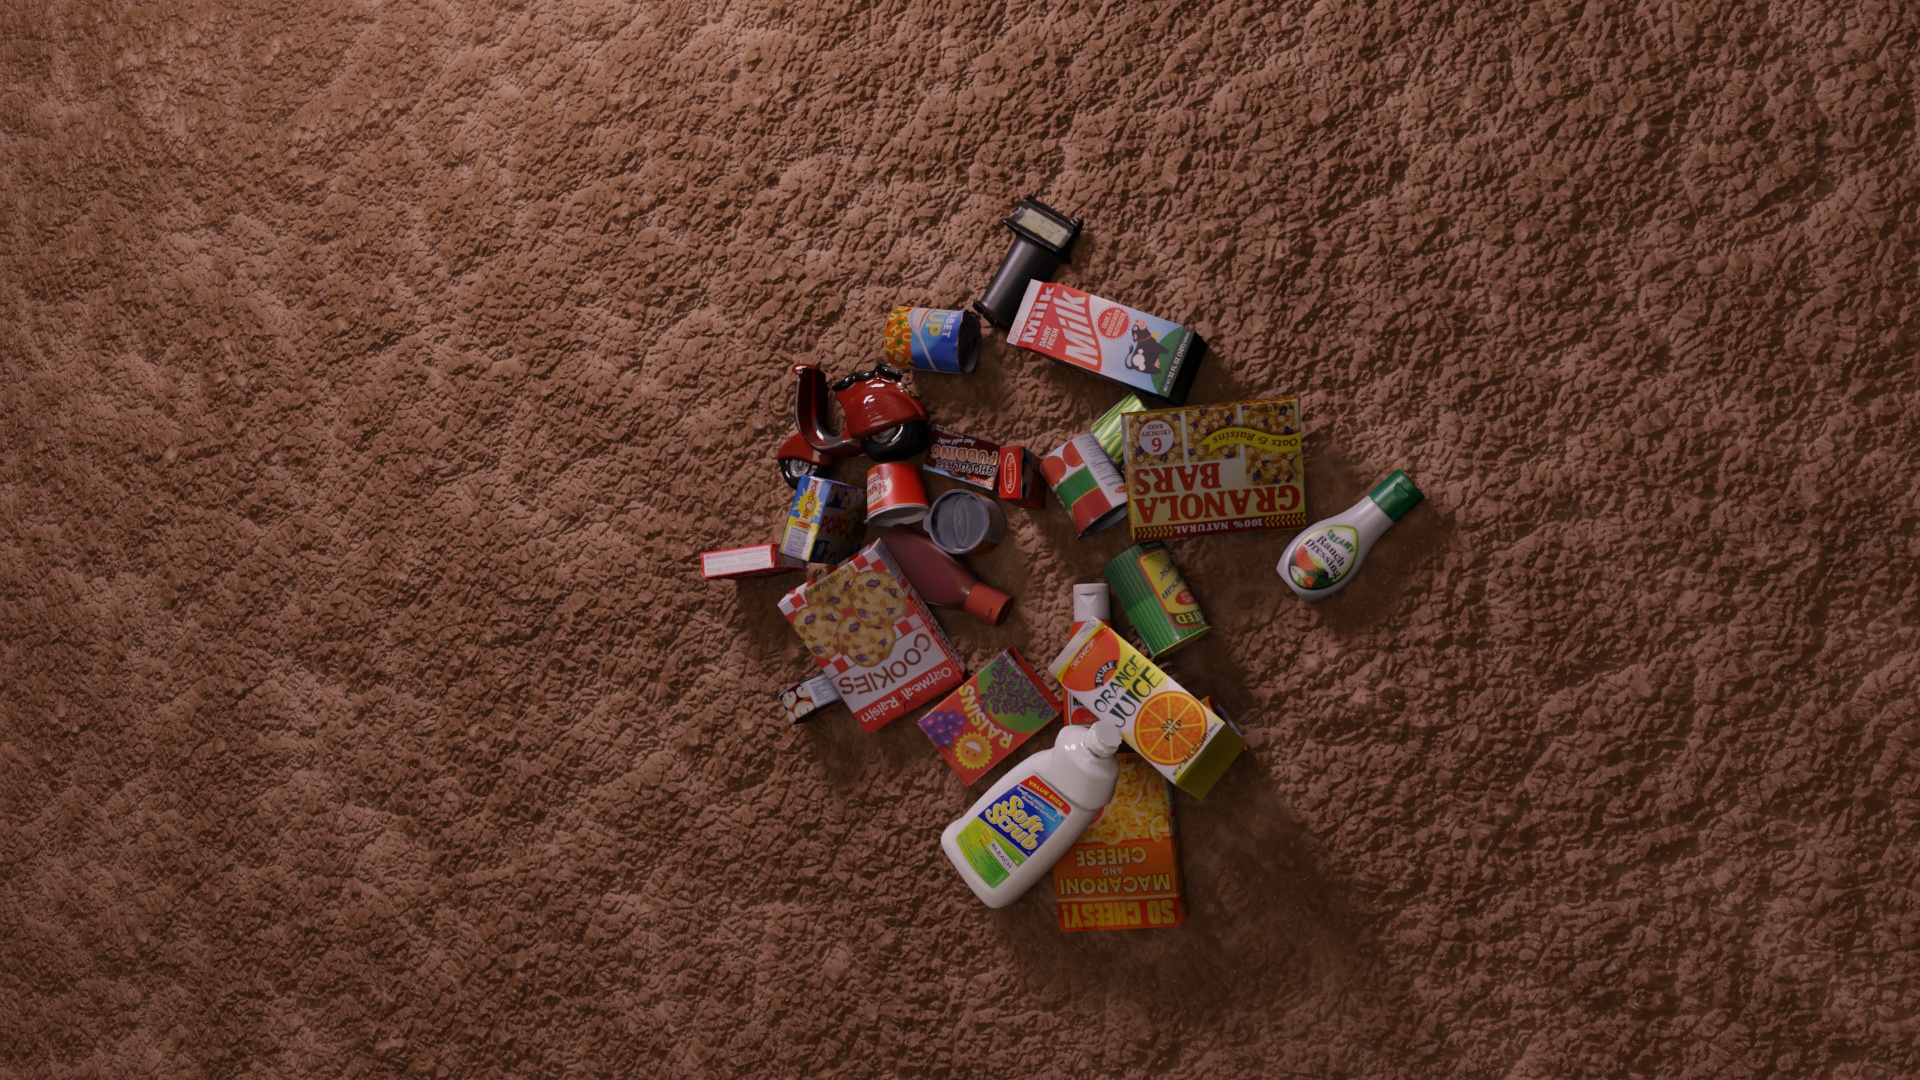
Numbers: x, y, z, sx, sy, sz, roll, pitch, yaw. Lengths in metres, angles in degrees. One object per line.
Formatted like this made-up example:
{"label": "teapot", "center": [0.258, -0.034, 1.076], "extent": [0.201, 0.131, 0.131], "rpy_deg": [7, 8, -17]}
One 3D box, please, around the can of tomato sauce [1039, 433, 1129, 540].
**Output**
{"label": "can of tomato sauce", "center": [0.126, -0.054, 1.387], "extent": [0.071, 0.071, 0.083], "rpy_deg": [-35, 75, 14]}

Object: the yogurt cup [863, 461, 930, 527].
{"label": "yogurt cup", "center": [-0.068, -0.049, 1.459], "extent": [0.072, 0.072, 0.054], "rpy_deg": [-14, 74, 18]}

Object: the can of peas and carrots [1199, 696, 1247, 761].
{"label": "can of peas and carrots", "center": [0.232, 0.191, 1.327], "extent": [0.058, 0.071, 0.071], "rpy_deg": [-37, 75, 13]}

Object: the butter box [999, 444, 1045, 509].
{"label": "butter box", "center": [0.063, -0.062, 1.391], "extent": [0.024, 0.103, 0.053], "rpy_deg": [0, 85, 16]}

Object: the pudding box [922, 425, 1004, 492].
{"label": "pudding box", "center": [0.008, -0.085, 1.451], "extent": [0.084, 0.030, 0.049], "rpy_deg": [19, 93, 20]}

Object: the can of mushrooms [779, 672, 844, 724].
{"label": "can of mushrooms", "center": [-0.157, 0.168, 1.472], "extent": [0.071, 0.071, 0.033], "rpy_deg": [-30, 78, 15]}

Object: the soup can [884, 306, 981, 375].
{"label": "soup can", "center": [-0.029, -0.212, 1.453], "extent": [0.084, 0.071, 0.071], "rpy_deg": [8, 89, 20]}

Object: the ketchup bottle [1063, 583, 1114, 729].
{"label": "ketchup bottle", "center": [0.133, 0.118, 1.383], "extent": [0.065, 0.043, 0.149], "rpy_deg": [-4, 84, 16]}

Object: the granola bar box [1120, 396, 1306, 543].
{"label": "granola bar box", "center": [0.241, -0.068, 1.323], "extent": [0.166, 0.039, 0.124], "rpy_deg": [-5, 100, 3]}

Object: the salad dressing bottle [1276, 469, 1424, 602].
{"label": "salad dressing bottle", "center": [0.368, -0.005, 1.308], "extent": [0.147, 0.044, 0.064], "rpy_deg": [-43, 77, 12]}

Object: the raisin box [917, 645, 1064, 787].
{"label": "raisin box", "center": [0.031, 0.178, 1.411], "extent": [0.123, 0.040, 0.086], "rpy_deg": [-40, 85, 13]}

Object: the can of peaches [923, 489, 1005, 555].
{"label": "can of peaches", "center": [0.005, -0.018, 1.432], "extent": [0.071, 0.058, 0.071], "rpy_deg": [-1, 86, 20]}

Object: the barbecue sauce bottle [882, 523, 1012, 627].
{"label": "barbecue sauce bottle", "center": [-0.017, 0.041, 1.442], "extent": [0.149, 0.044, 0.064], "rpy_deg": [28, 110, 19]}

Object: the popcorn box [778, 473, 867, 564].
{"label": "popcorn box", "center": [-0.137, -0.020, 1.447], "extent": [0.038, 0.127, 0.085], "rpy_deg": [17, 92, 17]}

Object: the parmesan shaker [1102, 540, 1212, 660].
{"label": "parmesan shaker", "center": [0.189, 0.057, 1.352], "extent": [0.071, 0.071, 0.103], "rpy_deg": [-32, 76, 15]}

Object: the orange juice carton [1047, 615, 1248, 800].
{"label": "orange juice carton", "center": [0.166, 0.149, 1.297], "extent": [0.072, 0.073, 0.193], "rpy_deg": [-50, 55, 1]}

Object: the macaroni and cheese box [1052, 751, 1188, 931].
{"label": "macaroni and cheese box", "center": [0.151, 0.294, 1.364], "extent": [0.123, 0.040, 0.166], "rpy_deg": [-8, 83, 20]}

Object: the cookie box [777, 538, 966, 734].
{"label": "cookie box", "center": [-0.090, 0.101, 1.436], "extent": [0.123, 0.040, 0.167], "rpy_deg": [-31, 98, 16]}

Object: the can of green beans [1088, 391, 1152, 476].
{"label": "can of green beans", "center": [0.170, -0.105, 1.375], "extent": [0.057, 0.071, 0.071], "rpy_deg": [-39, 75, 13]}

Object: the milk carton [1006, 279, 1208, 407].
{"label": "milk carton", "center": [0.142, -0.200, 1.389], "extent": [0.191, 0.073, 0.072], "rpy_deg": [24, 95, 20]}
